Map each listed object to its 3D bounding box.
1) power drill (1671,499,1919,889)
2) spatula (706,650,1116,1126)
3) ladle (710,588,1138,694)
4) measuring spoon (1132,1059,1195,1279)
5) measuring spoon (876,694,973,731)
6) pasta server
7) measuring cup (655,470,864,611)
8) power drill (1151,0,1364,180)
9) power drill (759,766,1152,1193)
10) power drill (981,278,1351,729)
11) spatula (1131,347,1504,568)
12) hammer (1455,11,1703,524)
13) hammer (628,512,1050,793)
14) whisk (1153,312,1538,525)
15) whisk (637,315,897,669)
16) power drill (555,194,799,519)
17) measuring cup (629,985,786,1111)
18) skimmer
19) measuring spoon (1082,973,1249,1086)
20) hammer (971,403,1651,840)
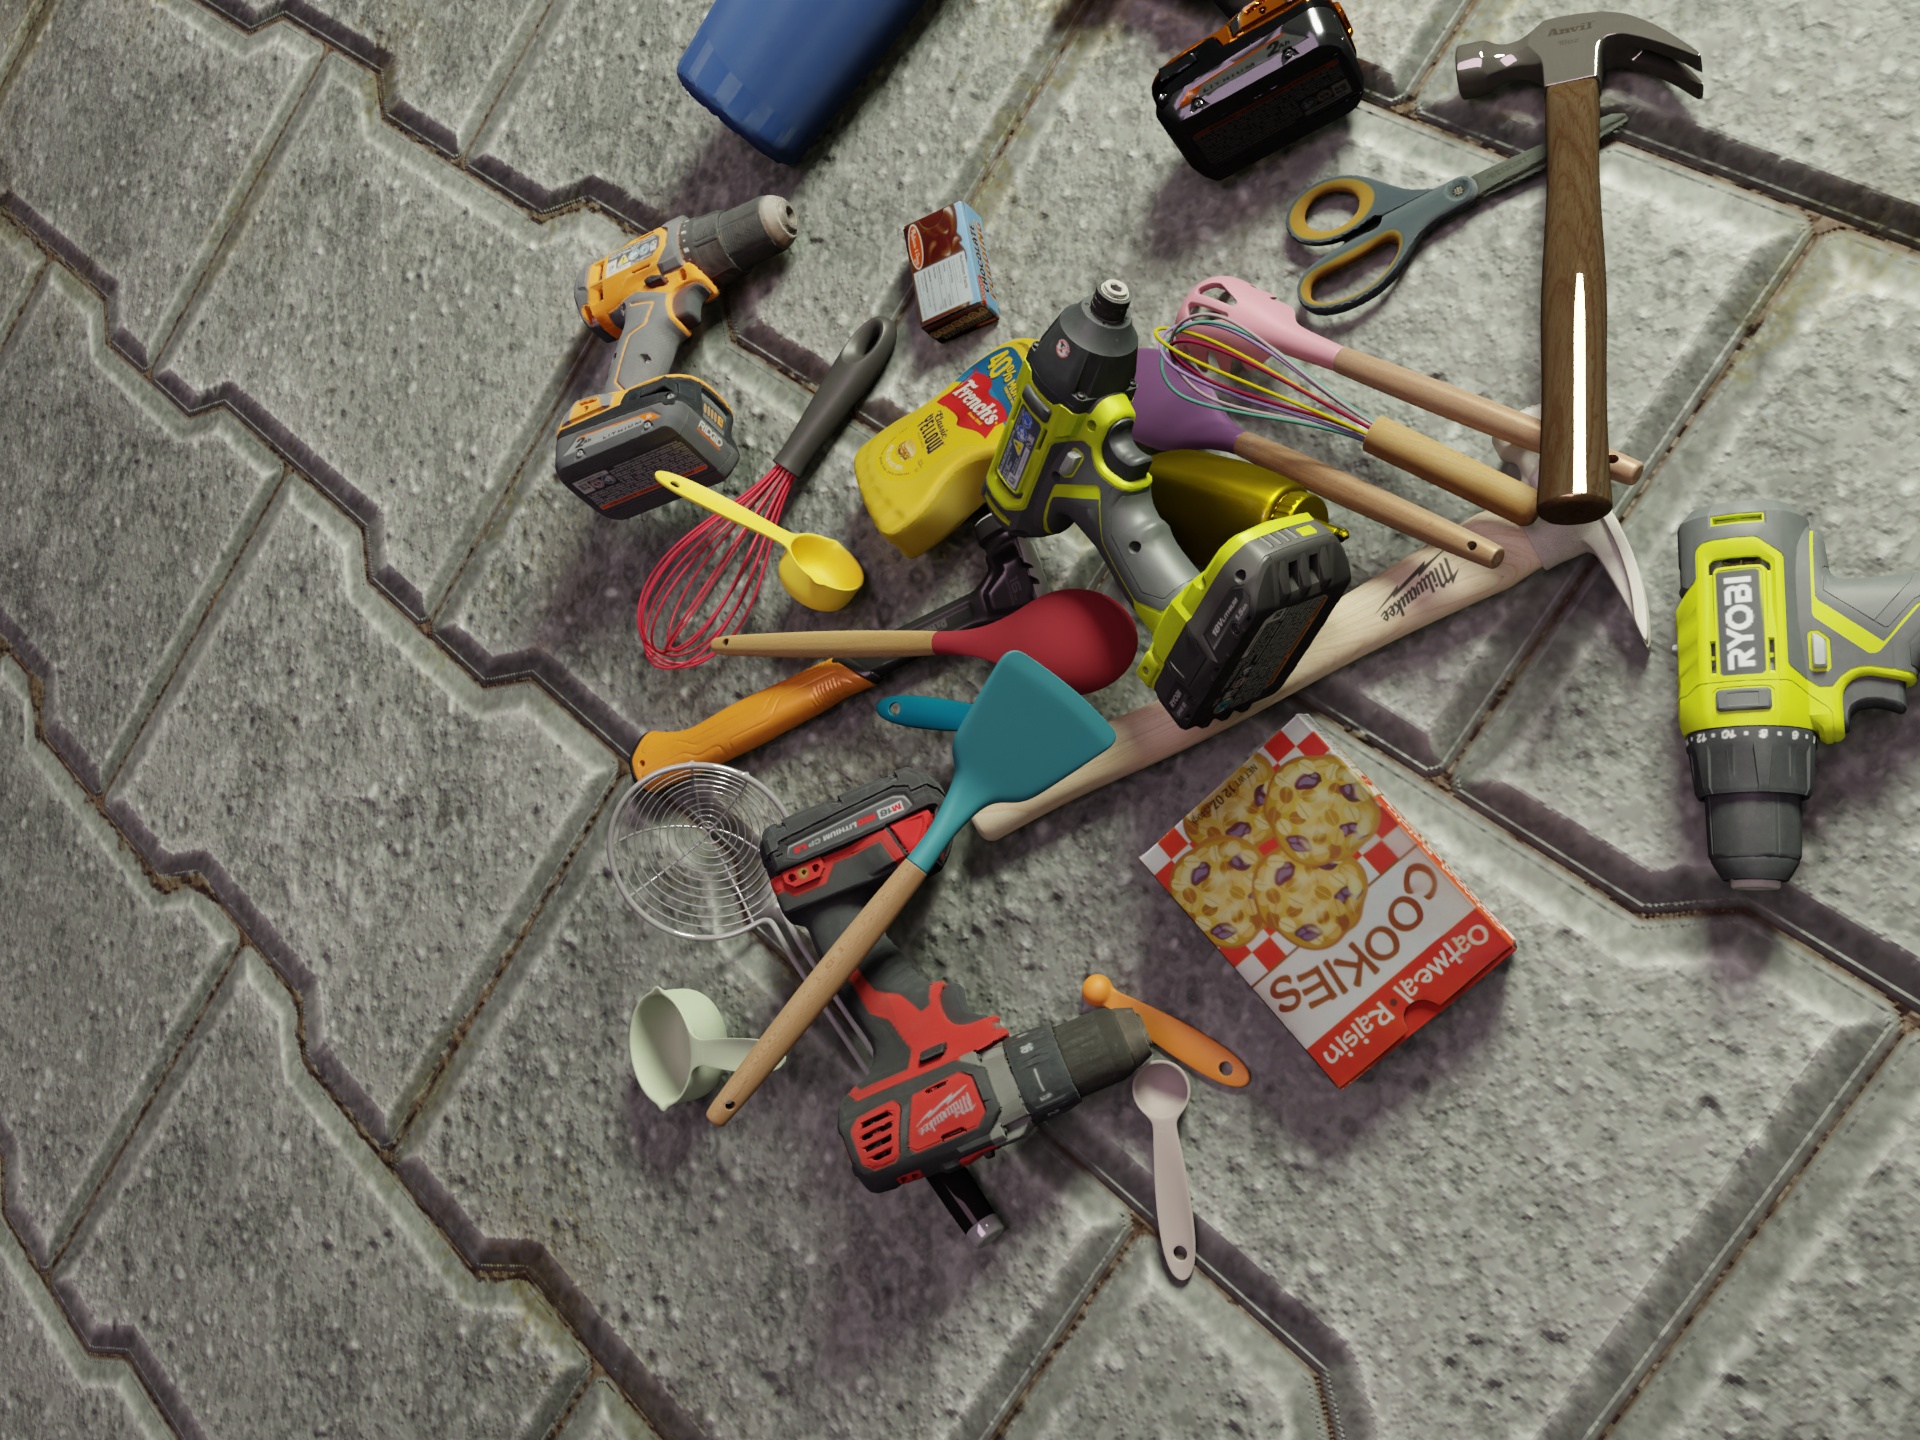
[{"bbox_3d":[0.462,-0.016,0.754,0.228,0.080,0.191,-4,78,31],"label":"power drill"},{"bbox_3d":[-0.040,0.104,0.904,0.082,0.044,0.317,39,85,-12],"label":"spatula"},{"bbox_3d":[-0.036,-0.050,1.021,0.315,0.031,0.069,1,72,31],"label":"ladle"},{"bbox_3d":[0.123,0.259,0.920,0.034,0.018,0.124,-8,83,21],"label":"measuring spoon"},{"bbox_3d":[-0.002,-0.003,0.993,0.129,0.021,0.042,6,85,28],"label":"measuring spoon"},{"bbox_3d":[0.242,-0.194,0.909,0.316,0.040,0.060,33,92,36],"label":"pasta server"},{"bbox_3d":[-0.140,-0.122,1.078,0.156,0.062,0.029,28,123,-8],"label":"measuring cup"},{"bbox_3d":[0.153,-0.463,1.013,0.164,0.084,0.227,-22,66,24],"label":"power drill"},{"bbox_3d":[-0.007,0.145,0.949,0.188,0.080,0.227,-23,71,2],"label":"power drill"},{"bbox_3d":[0.106,-0.121,0.889,0.223,0.080,0.171,54,145,24],"label":"power drill"},{"bbox_3d":[0.186,-0.157,0.937,0.316,0.018,0.060,37,102,41],"label":"spatula"},{"bbox_3d":[0.332,-0.252,0.854,0.130,0.031,0.331,-4,63,27],"label":"hammer"},{"bbox_3d":[-0.087,-0.018,1.077,0.337,0.034,0.127,-24,68,23],"label":"hammer"},{"bbox_3d":[0.210,-0.169,0.891,0.245,0.047,0.051,33,95,24],"label":"whisk"},{"bbox_3d":[-0.135,-0.161,1.121,0.073,0.073,0.296,36,91,29],"label":"whisk"},{"bbox_3d":[-0.201,-0.273,1.149,0.185,0.084,0.226,-16,56,24],"label":"power drill"},{"bbox_3d":[-0.156,0.214,1.040,0.167,0.038,0.083,-8,84,44],"label":"measuring cup"},{"bbox_3d":[-0.098,0.179,1.009,0.127,0.090,0.364,-44,63,11],"label":"skimmer"},{"bbox_3d":[0.119,0.183,0.936,0.117,0.011,0.021,28,94,30],"label":"measuring spoon"},{"bbox_3d":[0.184,-0.020,0.929,0.410,0.038,0.146,-29,69,21],"label":"hammer"}]
